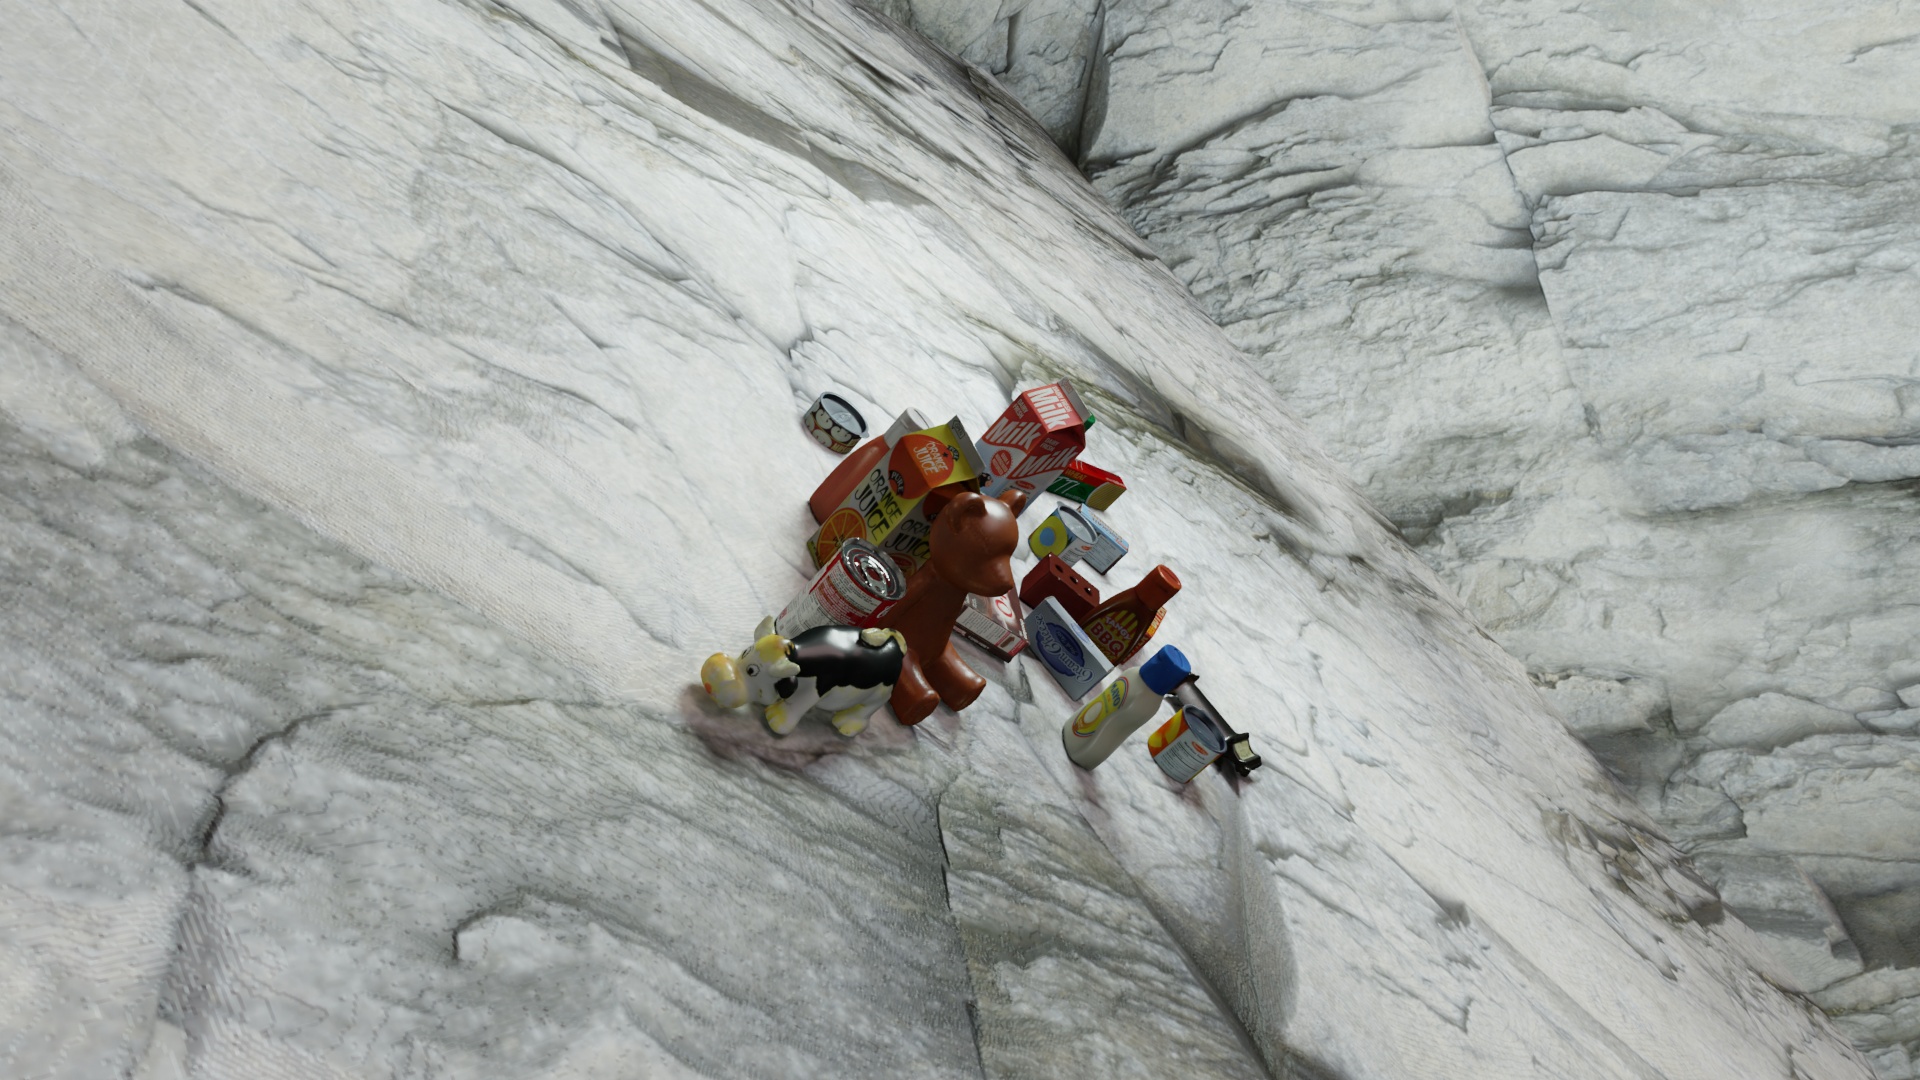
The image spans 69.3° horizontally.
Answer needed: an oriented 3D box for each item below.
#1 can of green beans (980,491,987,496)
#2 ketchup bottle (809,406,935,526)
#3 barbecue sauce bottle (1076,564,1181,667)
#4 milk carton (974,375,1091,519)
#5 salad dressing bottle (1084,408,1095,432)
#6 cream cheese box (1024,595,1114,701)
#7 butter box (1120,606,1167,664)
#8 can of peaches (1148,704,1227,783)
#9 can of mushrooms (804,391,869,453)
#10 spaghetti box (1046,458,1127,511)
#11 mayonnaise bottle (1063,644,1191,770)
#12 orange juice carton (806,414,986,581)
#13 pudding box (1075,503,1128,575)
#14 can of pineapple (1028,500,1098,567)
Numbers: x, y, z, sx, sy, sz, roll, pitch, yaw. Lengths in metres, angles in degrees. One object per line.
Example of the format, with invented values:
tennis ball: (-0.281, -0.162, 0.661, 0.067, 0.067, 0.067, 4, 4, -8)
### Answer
can of green beans: (0.007, -0.017, 1.534, 0.071, 0.057, 0.071, 35, 25, -19)
ketchup bottle: (-0.084, -0.067, 1.360, 0.043, 0.148, 0.065, 5, 44, -55)
barbecue sauce bottle: (0.179, 0.087, 1.521, 0.065, 0.148, 0.044, 43, 23, -2)
milk carton: (0.074, -0.103, 1.616, 0.073, 0.190, 0.072, 18, 35, -46)
salad dressing bottle: (0.106, -0.110, 1.732, 0.044, 0.147, 0.064, 5, 45, -56)
cream cheese box: (0.111, 0.116, 1.484, 0.104, 0.053, 0.024, 50, 24, 13)
butter box: (0.213, 0.108, 1.657, 0.024, 0.053, 0.104, 45, 24, 2)
can of peaches: (0.248, 0.222, 1.520, 0.071, 0.058, 0.071, 35, 25, -19)
can of mushrooms: (-0.135, -0.127, 1.522, 0.071, 0.033, 0.071, 35, 25, -19)
spaghetti box: (0.129, -0.090, 1.856, 0.250, 0.050, 0.029, 17, 35, -46)
mayonnaise bottle: (0.165, 0.162, 1.376, 0.041, 0.147, 0.065, 34, 25, -23)
orange juice carton: (-0.051, -0.028, 1.294, 0.073, 0.192, 0.072, 18, 34, -45)
pudding box: (0.169, -0.001, 1.772, 0.083, 0.049, 0.030, 40, 24, -9)
can of pineapple: (0.124, -0.003, 1.695, 0.071, 0.057, 0.071, 35, 25, -19)
